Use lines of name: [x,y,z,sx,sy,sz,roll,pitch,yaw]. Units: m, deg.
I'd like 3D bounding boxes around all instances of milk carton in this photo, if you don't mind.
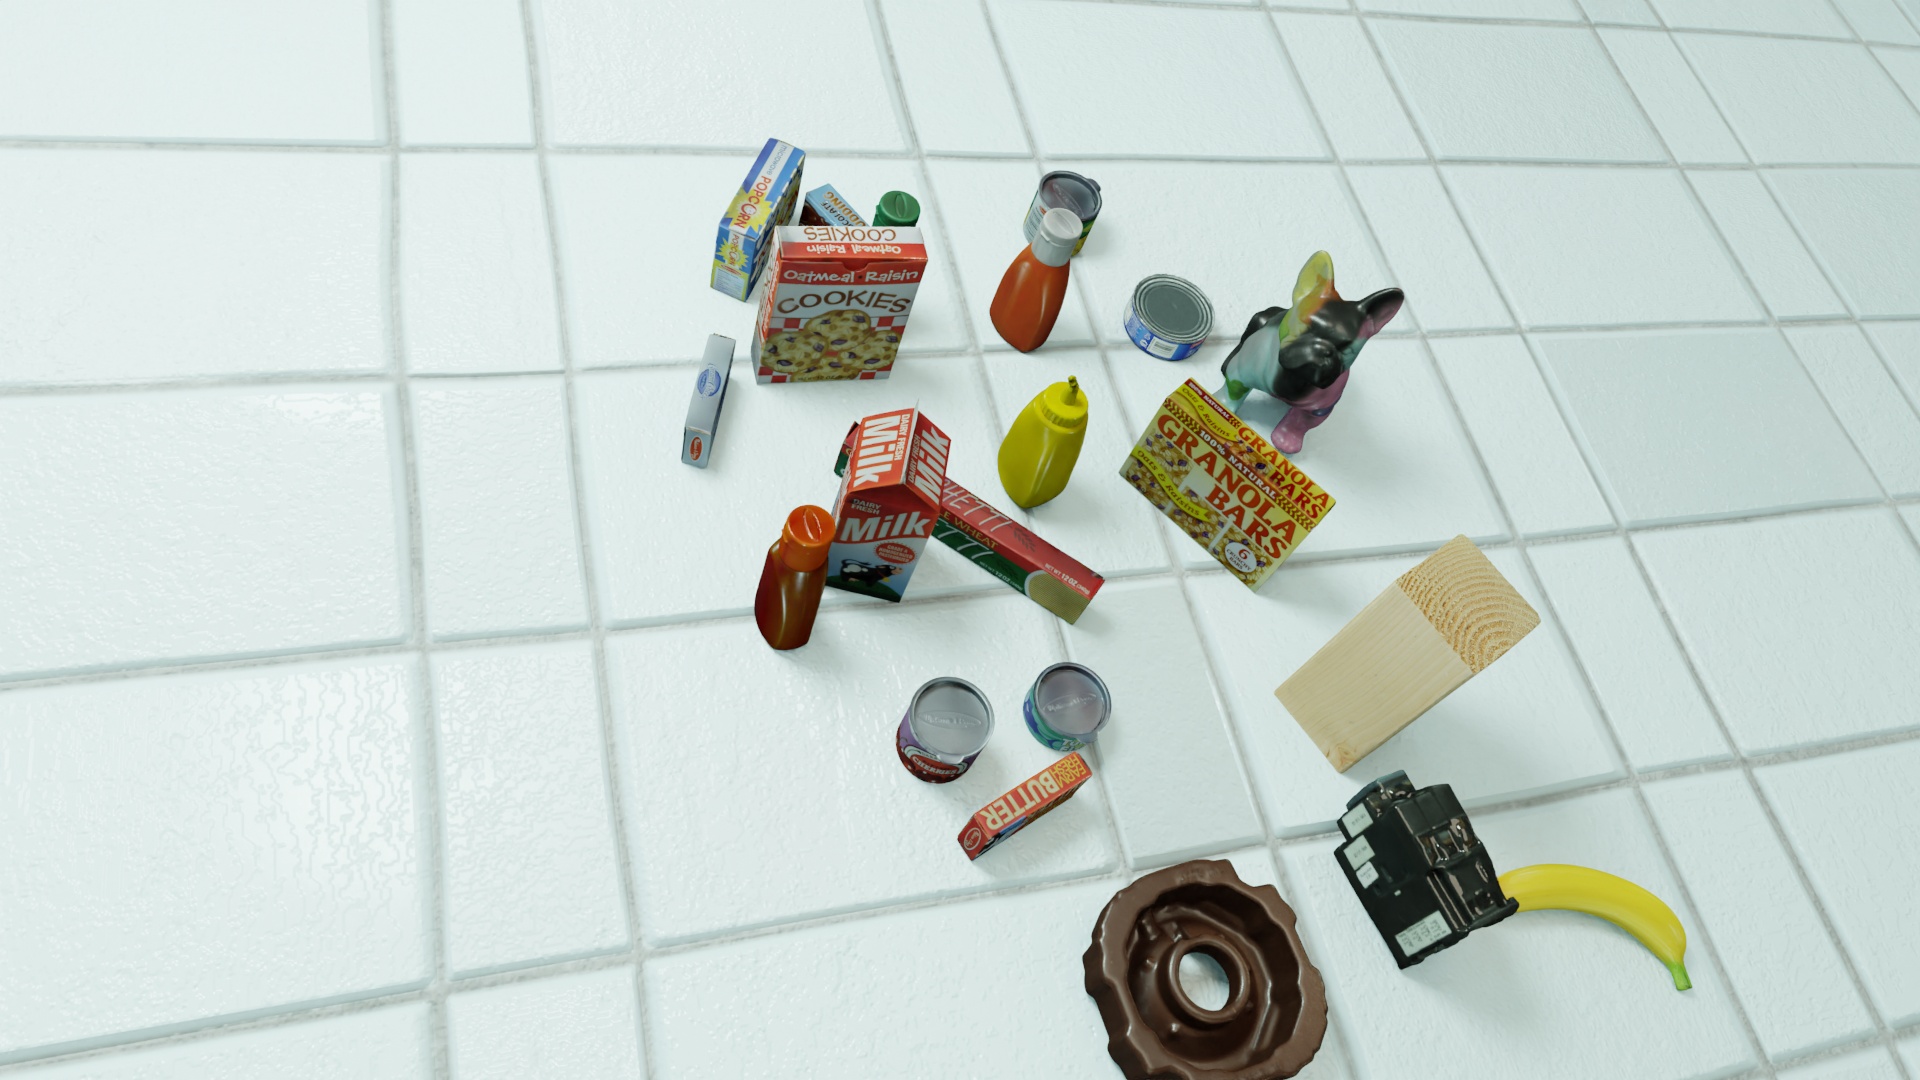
milk carton: [-0.057,-0.030,1.081,0.073,0.189,0.073,13,57,-9]

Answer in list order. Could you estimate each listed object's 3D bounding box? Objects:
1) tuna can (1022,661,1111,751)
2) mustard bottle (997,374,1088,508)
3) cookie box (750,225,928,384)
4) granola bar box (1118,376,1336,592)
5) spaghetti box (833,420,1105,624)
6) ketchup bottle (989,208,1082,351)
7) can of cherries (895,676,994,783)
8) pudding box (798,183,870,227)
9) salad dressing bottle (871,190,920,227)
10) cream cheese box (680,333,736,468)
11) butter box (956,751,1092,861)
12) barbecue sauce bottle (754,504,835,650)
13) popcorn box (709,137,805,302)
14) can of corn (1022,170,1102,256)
tuna can: [0.086,0.136,1.117,0.071,0.032,0.071,8,58,-12]
mustard bottle: [0.076,-0.089,1.174,0.049,0.159,0.065,-20,67,-26]
cookie box: [-0.106,-0.198,1.181,0.123,0.166,0.040,-4,62,-19]
granola bar box: [0.231,-0.048,1.217,0.166,0.123,0.039,43,58,11]
spaghetti box: [0.004,-0.015,1.174,0.250,0.050,0.029,33,56,4]
ketchup bottle: [0.071,-0.240,1.271,0.044,0.148,0.065,-29,72,-29]
can of cherries: [-0.014,0.148,1.065,0.071,0.058,0.072,8,58,-12]
pudding box: [-0.113,-0.289,1.305,0.030,0.049,0.084,-34,74,-30]
salad dressing bottle: [-0.069,-0.247,1.234,0.044,0.147,0.064,5,59,-14]
cream cheese box: [-0.213,-0.118,1.170,0.024,0.053,0.104,13,57,-9]
butter box: [0.049,0.201,1.055,0.104,0.053,0.024,-27,70,-28]
barbecue sauce bottle: [-0.125,0.026,1.052,0.044,0.147,0.065,-9,63,-21]
popcorn box: [-0.184,-0.293,1.265,0.038,0.084,0.127,22,56,-3]
can of corn: [0.103,-0.326,1.386,0.071,0.058,0.071,8,58,-12]
